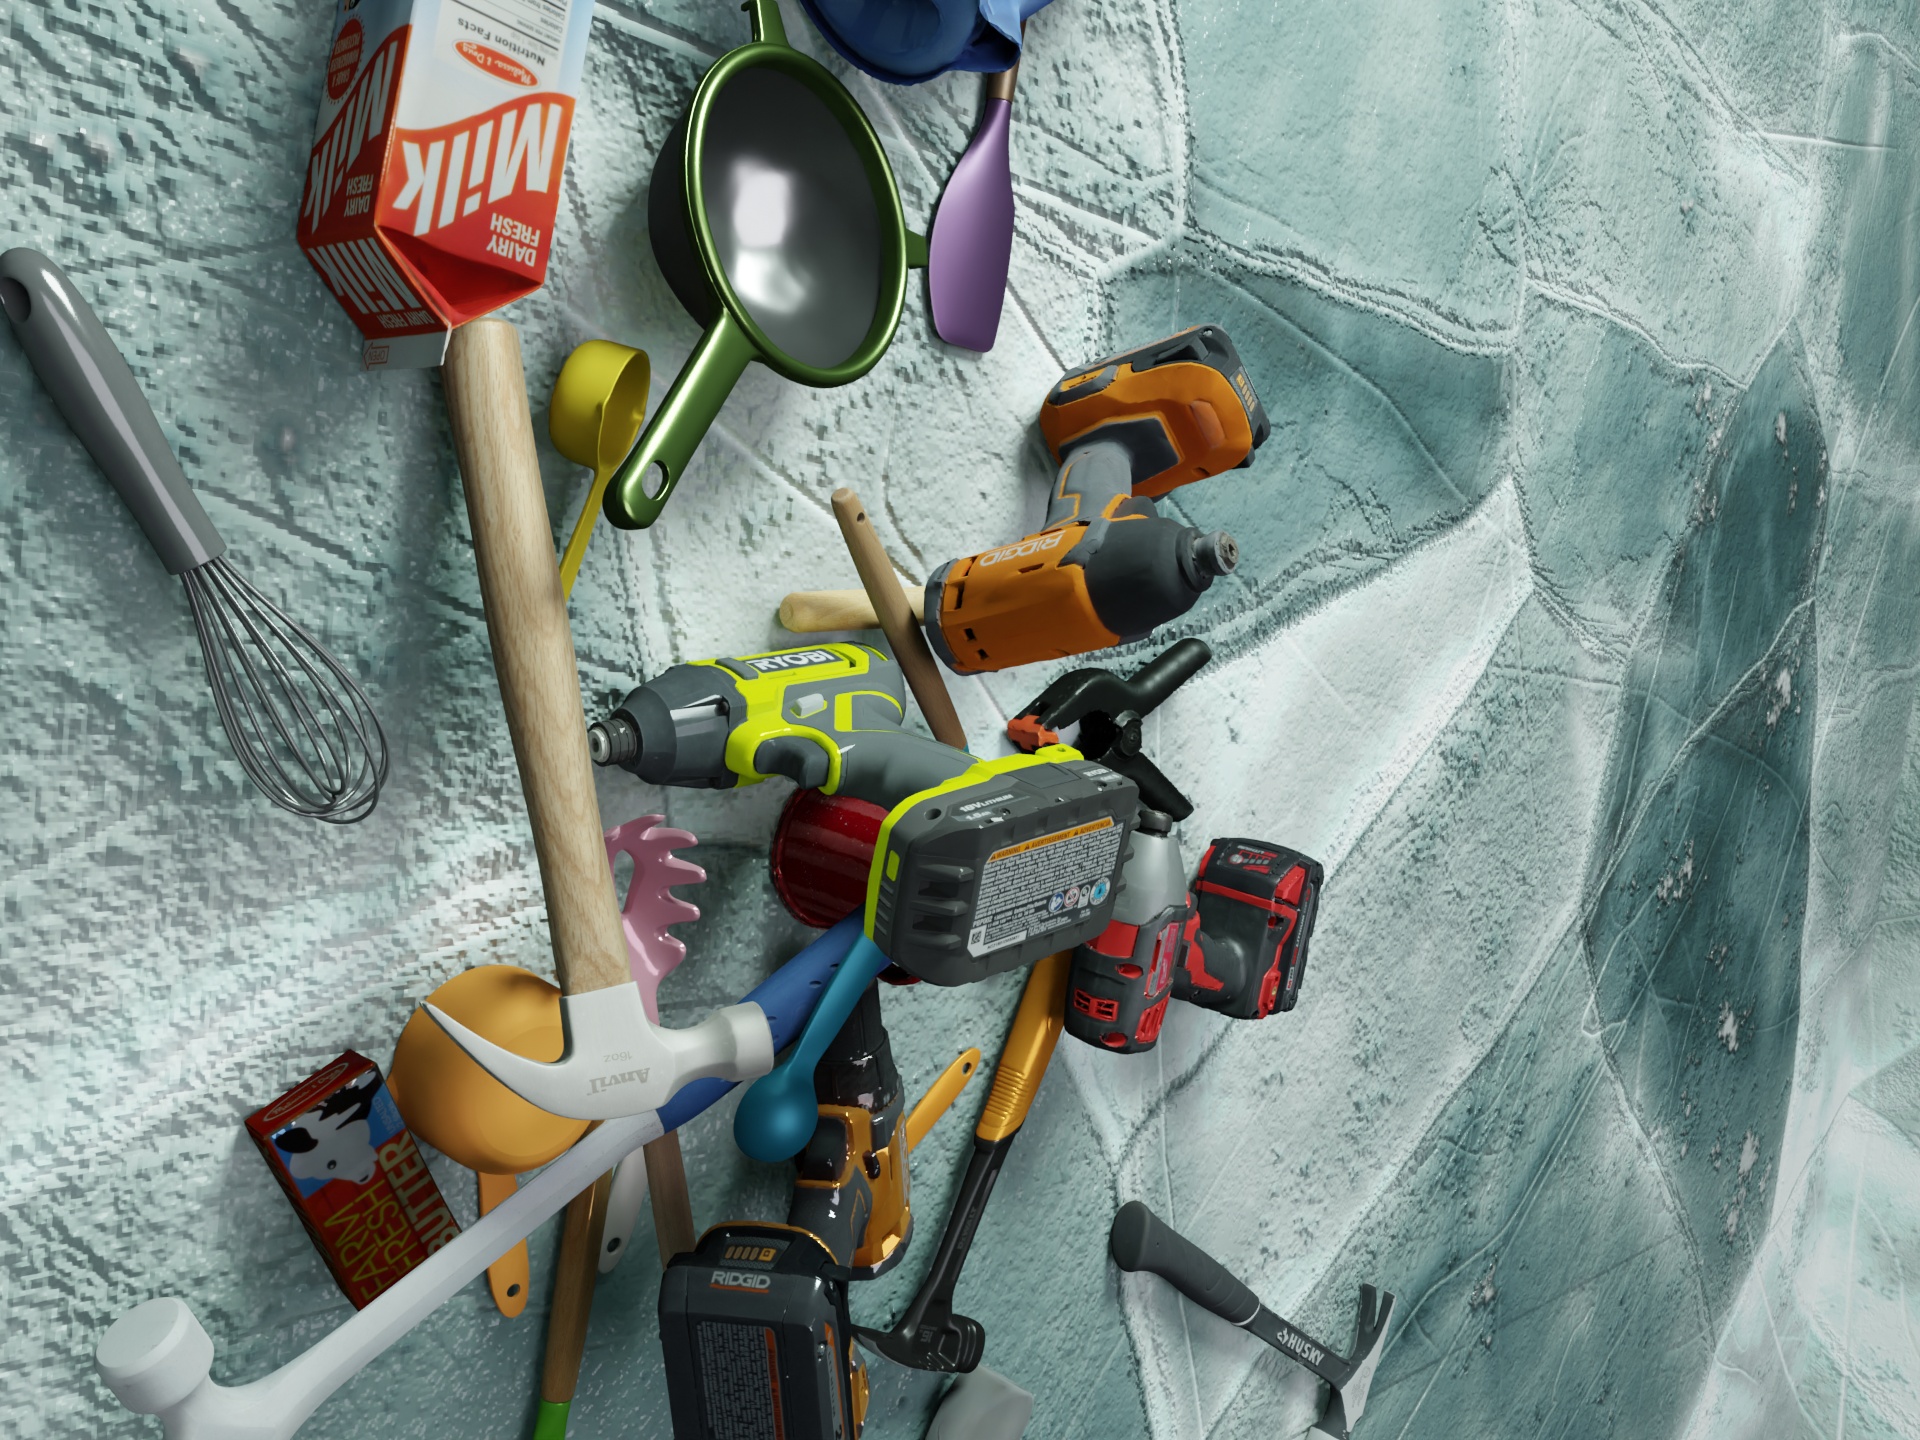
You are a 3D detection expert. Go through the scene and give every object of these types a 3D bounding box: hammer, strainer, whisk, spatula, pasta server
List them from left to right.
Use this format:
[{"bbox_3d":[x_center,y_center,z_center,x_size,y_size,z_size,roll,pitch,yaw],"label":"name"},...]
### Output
[{"bbox_3d":[-0.284,-0.061,0.595,0.055,0.055,0.238,-39,120,-33],"label":"whisk"},{"bbox_3d":[-0.172,-0.003,0.649,0.130,0.031,0.331,-10,84,-25],"label":"hammer"},{"bbox_3d":[-0.141,0.180,0.687,0.405,0.035,0.144,-36,125,-30],"label":"hammer"},{"bbox_3d":[-0.136,0.190,0.736,0.060,0.040,0.316,-19,112,-38],"label":"pasta server"},{"bbox_3d":[-0.111,-0.181,0.704,0.151,0.069,0.256,51,50,-40],"label":"strainer"},{"bbox_3d":[-0.001,-0.003,0.866,0.082,0.044,0.317,-55,141,-28],"label":"spatula"},{"bbox_3d":[0.006,-0.061,0.885,0.245,0.051,0.047,-6,108,-41],"label":"whisk"},{"bbox_3d":[0.023,-0.360,0.859,0.059,0.018,0.316,6,95,-44],"label":"spatula"},{"bbox_3d":[0.028,0.222,0.960,0.127,0.034,0.337,38,70,-51],"label":"hammer"},{"bbox_3d":[0.227,0.449,1.208,0.408,0.036,0.149,45,66,-40],"label":"hammer"}]

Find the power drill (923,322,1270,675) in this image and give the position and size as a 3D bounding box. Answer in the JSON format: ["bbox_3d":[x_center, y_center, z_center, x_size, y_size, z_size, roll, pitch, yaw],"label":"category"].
[{"bbox_3d":[0.090,-0.118,0.838,0.084,0.164,0.227,57,41,-27],"label":"power drill"}]

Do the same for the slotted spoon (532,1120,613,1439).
[{"bbox_3d":[-0.193,0.302,0.769,0.070,0.031,0.314,10,89,-41],"label":"slotted spoon"}]

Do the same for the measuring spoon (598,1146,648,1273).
[{"bbox_3d":[-0.156,0.217,0.794,0.034,0.018,0.124,22,83,-45],"label":"measuring spoon"}]

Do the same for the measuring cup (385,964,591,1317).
[{"bbox_3d":[-0.200,0.200,0.721,0.095,0.052,0.173,-13,105,-43],"label":"measuring cup"}]

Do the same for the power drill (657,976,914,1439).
[{"bbox_3d":[-0.073,0.234,0.776,0.226,0.084,0.185,-62,151,-68],"label":"power drill"}]

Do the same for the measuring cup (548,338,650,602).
[{"bbox_3d":[-0.177,-0.094,0.705,0.062,0.029,0.156,-55,167,-82],"label":"measuring cup"}]

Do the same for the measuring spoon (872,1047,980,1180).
[{"bbox_3d":[-0.021,0.238,0.936,0.117,0.011,0.021,-48,127,-28],"label":"measuring spoon"}]

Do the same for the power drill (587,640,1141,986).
[{"bbox_3d":[-0.047,0.029,0.720,0.171,0.223,0.080,-12,119,-44],"label":"power drill"}]

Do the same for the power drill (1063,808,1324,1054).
[{"bbox_3d":[0.147,0.128,1.007,0.219,0.079,0.143,6,96,-55],"label":"power drill"}]

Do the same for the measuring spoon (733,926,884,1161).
[{"bbox_3d":[-0.057,0.141,0.713,0.042,0.021,0.129,41,74,-42],"label":"measuring spoon"}]
